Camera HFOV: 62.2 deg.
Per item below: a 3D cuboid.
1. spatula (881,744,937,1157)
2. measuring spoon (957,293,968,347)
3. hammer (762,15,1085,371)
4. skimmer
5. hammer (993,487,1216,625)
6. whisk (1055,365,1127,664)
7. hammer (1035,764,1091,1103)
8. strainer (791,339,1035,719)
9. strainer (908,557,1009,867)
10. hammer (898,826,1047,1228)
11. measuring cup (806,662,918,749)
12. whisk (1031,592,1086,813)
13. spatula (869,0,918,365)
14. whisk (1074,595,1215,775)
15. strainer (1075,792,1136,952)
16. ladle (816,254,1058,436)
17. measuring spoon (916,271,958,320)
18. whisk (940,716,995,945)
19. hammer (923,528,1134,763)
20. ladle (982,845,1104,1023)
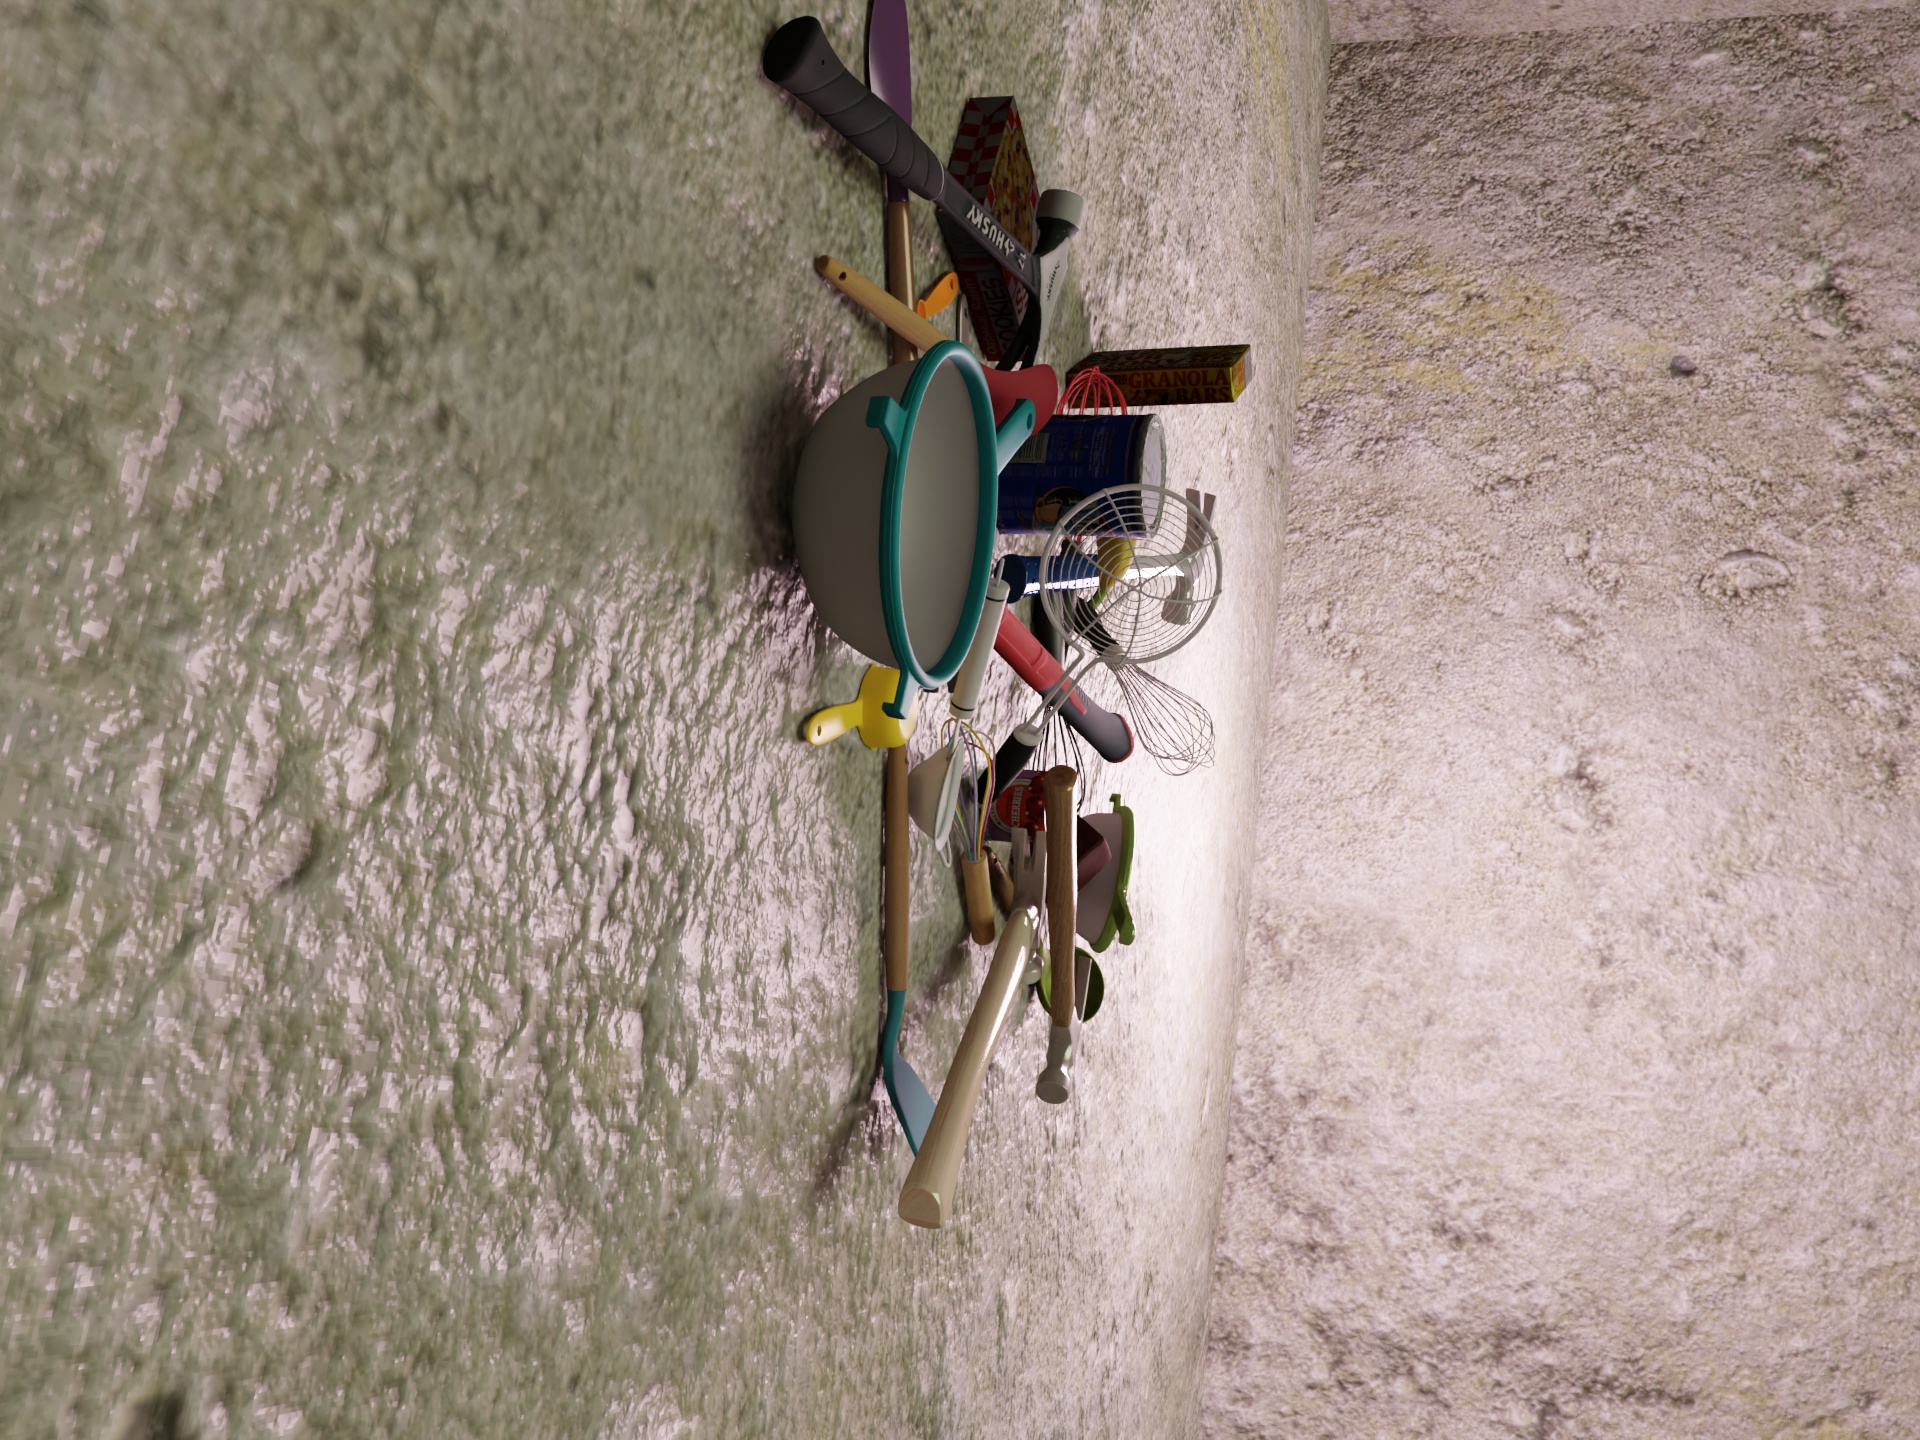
[{"bbox_3d":[-0.036,0.171,1.165,0.082,0.044,0.317,-31,121,-74],"label":"spatula"},{"bbox_3d":[0.009,-0.272,1.251,0.034,0.018,0.124,-39,130,-66],"label":"measuring spoon"},{"bbox_3d":[-0.015,-0.351,1.065,0.408,0.036,0.149,12,92,-65],"label":"hammer"},{"bbox_3d":[0.079,-0.040,1.210,0.363,0.127,0.090,123,-14,-58],"label":"skimmer"},{"bbox_3d":[0.148,-0.151,1.529,0.405,0.035,0.144,-13,118,-58],"label":"hammer"},{"bbox_3d":[0.112,-0.193,1.534,0.073,0.073,0.296,-14,113,-71],"label":"whisk"},{"bbox_3d":[0.089,0.175,1.381,0.130,0.031,0.331,-70,161,-51],"label":"hammer"},{"bbox_3d":[-0.031,-0.156,1.035,0.340,0.095,0.210,-59,151,-59],"label":"strainer"},{"bbox_3d":[-0.002,-0.004,1.151,0.087,0.050,0.258,-66,172,-60],"label":"strainer"},{"bbox_3d":[0.017,0.231,1.220,0.411,0.038,0.146,-61,155,-64],"label":"hammer"},{"bbox_3d":[-0.063,-0.002,1.063,0.156,0.029,0.062,-27,119,-71],"label":"measuring cup"},{"bbox_3d":[0.089,-0.019,1.511,0.055,0.055,0.239,-28,116,-69],"label":"whisk"},{"bbox_3d":[-0.042,-0.326,1.083,0.060,0.018,0.315,-32,123,-60],"label":"spatula"},{"bbox_3d":[0.161,-0.041,1.502,0.285,0.070,0.070,-122,-164,-48],"label":"whisk"},{"bbox_3d":[0.126,0.164,1.549,0.256,0.069,0.151,-92,-165,-79],"label":"strainer"},{"bbox_3d":[-0.007,-0.257,1.107,0.069,0.031,0.315,-54,151,11],"label":"ladle"},{"bbox_3d":[-0.020,-0.312,1.174,0.117,0.011,0.021,-63,150,-58],"label":"measuring spoon"},{"bbox_3d":[0.011,0.097,1.298,0.051,0.047,0.244,-68,158,-48],"label":"whisk"},{"bbox_3d":[0.071,-0.025,1.377,0.385,0.038,0.143,41,55,-57],"label":"hammer"},{"bbox_3d":[0.075,0.200,1.497,0.078,0.062,0.319,-67,153,-26],"label":"ladle"}]
